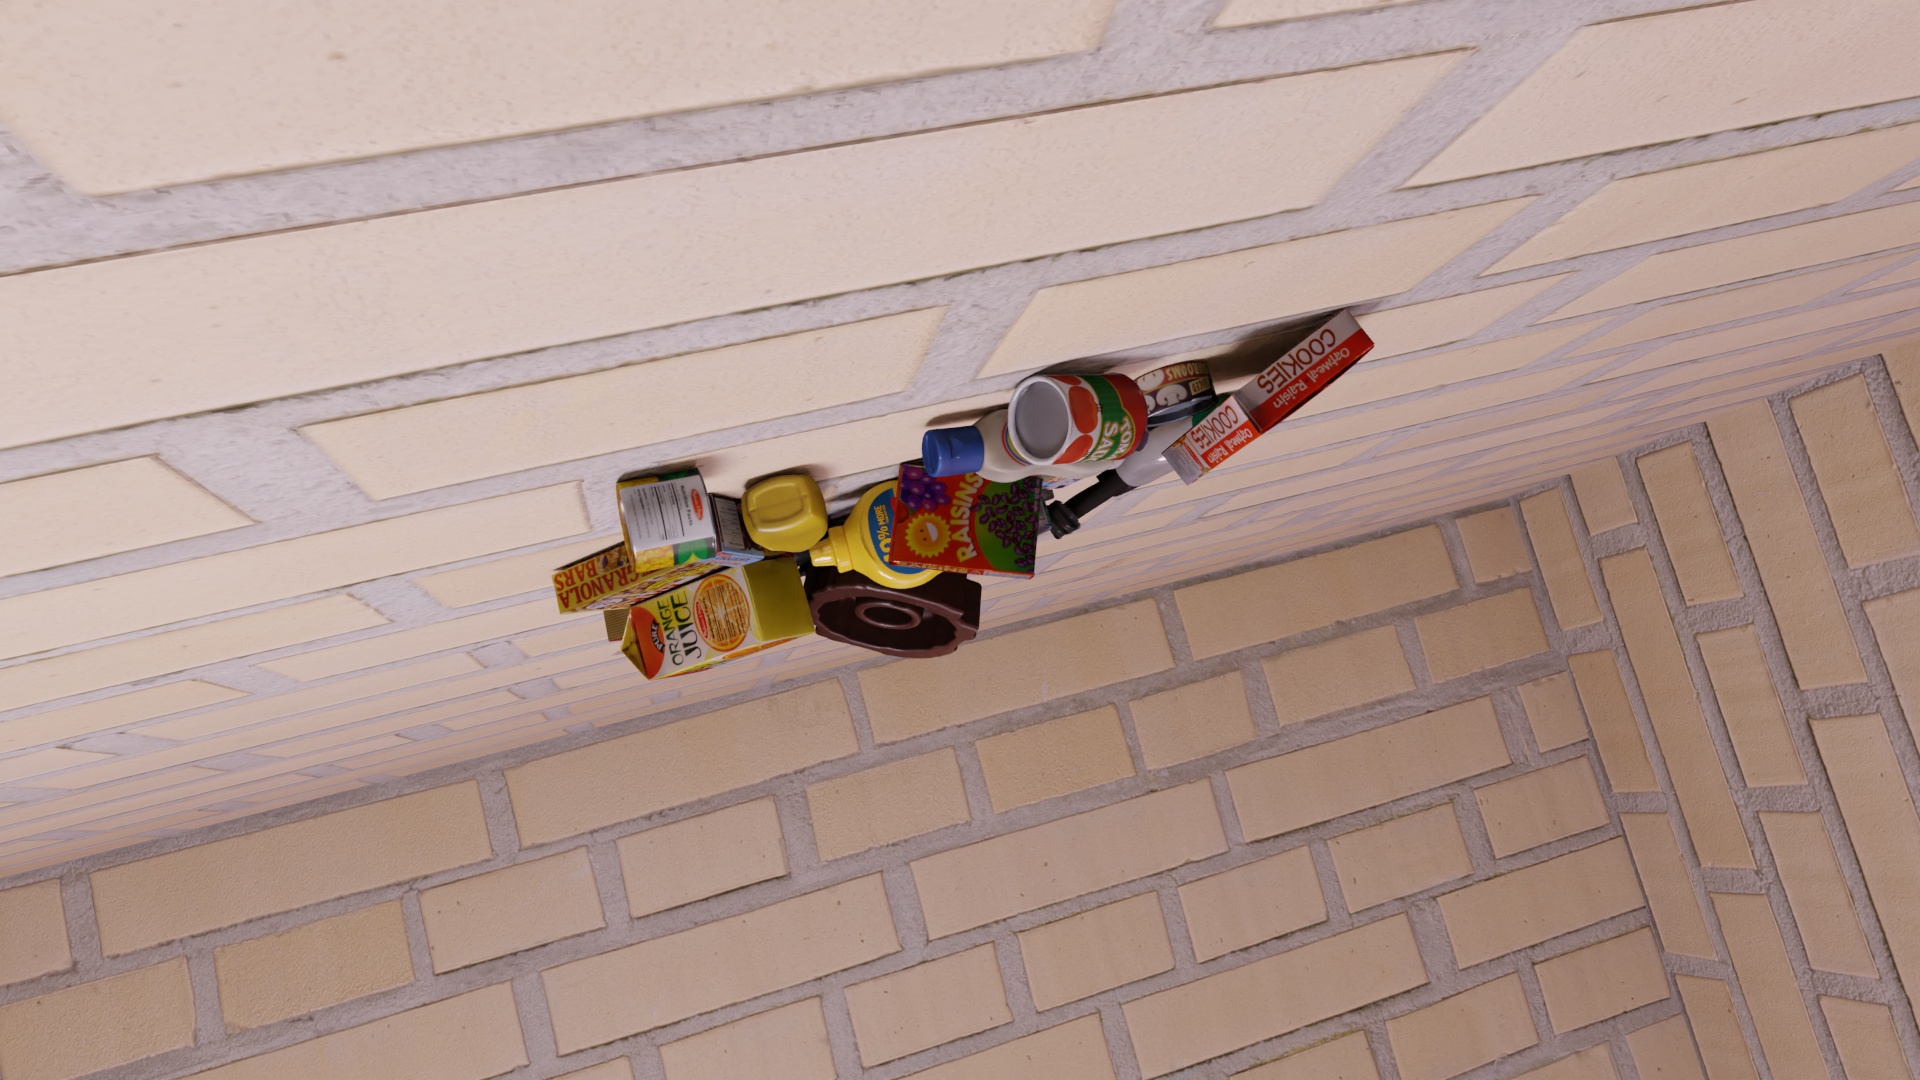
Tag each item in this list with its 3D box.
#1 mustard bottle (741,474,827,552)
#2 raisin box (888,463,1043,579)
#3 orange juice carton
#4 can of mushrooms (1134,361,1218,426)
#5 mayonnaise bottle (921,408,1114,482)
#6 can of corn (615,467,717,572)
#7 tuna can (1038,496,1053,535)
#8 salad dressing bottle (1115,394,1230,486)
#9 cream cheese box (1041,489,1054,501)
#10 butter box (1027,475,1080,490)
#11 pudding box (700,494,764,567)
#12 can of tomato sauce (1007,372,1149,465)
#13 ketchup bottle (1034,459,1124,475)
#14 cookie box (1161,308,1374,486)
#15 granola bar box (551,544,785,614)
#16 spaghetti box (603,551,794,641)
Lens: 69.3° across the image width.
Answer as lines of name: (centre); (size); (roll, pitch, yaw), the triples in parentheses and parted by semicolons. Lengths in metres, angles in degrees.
mustard bottle: (-0.141, -0.018, 1.149); (0.065, 0.049, 0.160); (-15, 173, -3)
raisin box: (0.004, -0.015, 1.182); (0.123, 0.086, 0.040); (6, 172, -2)
orange juice carton: (-0.231, 0.077, 1.262); (0.192, 0.073, 0.072); (-20, 172, 34)
can of mushrooms: (0.171, -0.117, 1.107); (0.071, 0.033, 0.071); (-14, 172, -2)
mayonnaise bottle: (0.045, -0.074, 1.073); (0.148, 0.065, 0.041); (-8, 173, -23)
can of corn: (-0.209, -0.013, 0.986); (0.058, 0.071, 0.071); (-12, 171, -17)
tuna can: (0.056, -0.019, 1.383); (0.071, 0.033, 0.071); (-16, 171, -2)
salad dressing bottle: (0.207, -0.094, 1.304); (0.064, 0.044, 0.147); (-7, 167, -36)
cream cheese box: (0.047, -0.046, 1.397); (0.053, 0.024, 0.104); (-20, 171, 30)
butter box: (0.107, -0.073, 1.323); (0.053, 0.024, 0.103); (-8, 169, -39)
pudding box: (-0.192, -0.007, 1.126); (0.030, 0.049, 0.084); (-16, 172, 14)
can of tomato sauce: (0.087, -0.088, 1.018); (0.083, 0.071, 0.071); (-7, 168, -43)
ketchup bottle: (0.090, -0.078, 1.186); (0.064, 0.043, 0.149); (-16, 173, 37)
cookie box: (0.242, -0.110, 1.110); (0.123, 0.040, 0.167); (-37, 177, -15)
granola bar box: (-0.258, 0.021, 1.231); (0.165, 0.039, 0.124); (-20, 172, 29)
spaghetti box: (-0.255, 0.051, 1.341); (0.249, 0.050, 0.029); (-16, 173, 35)
